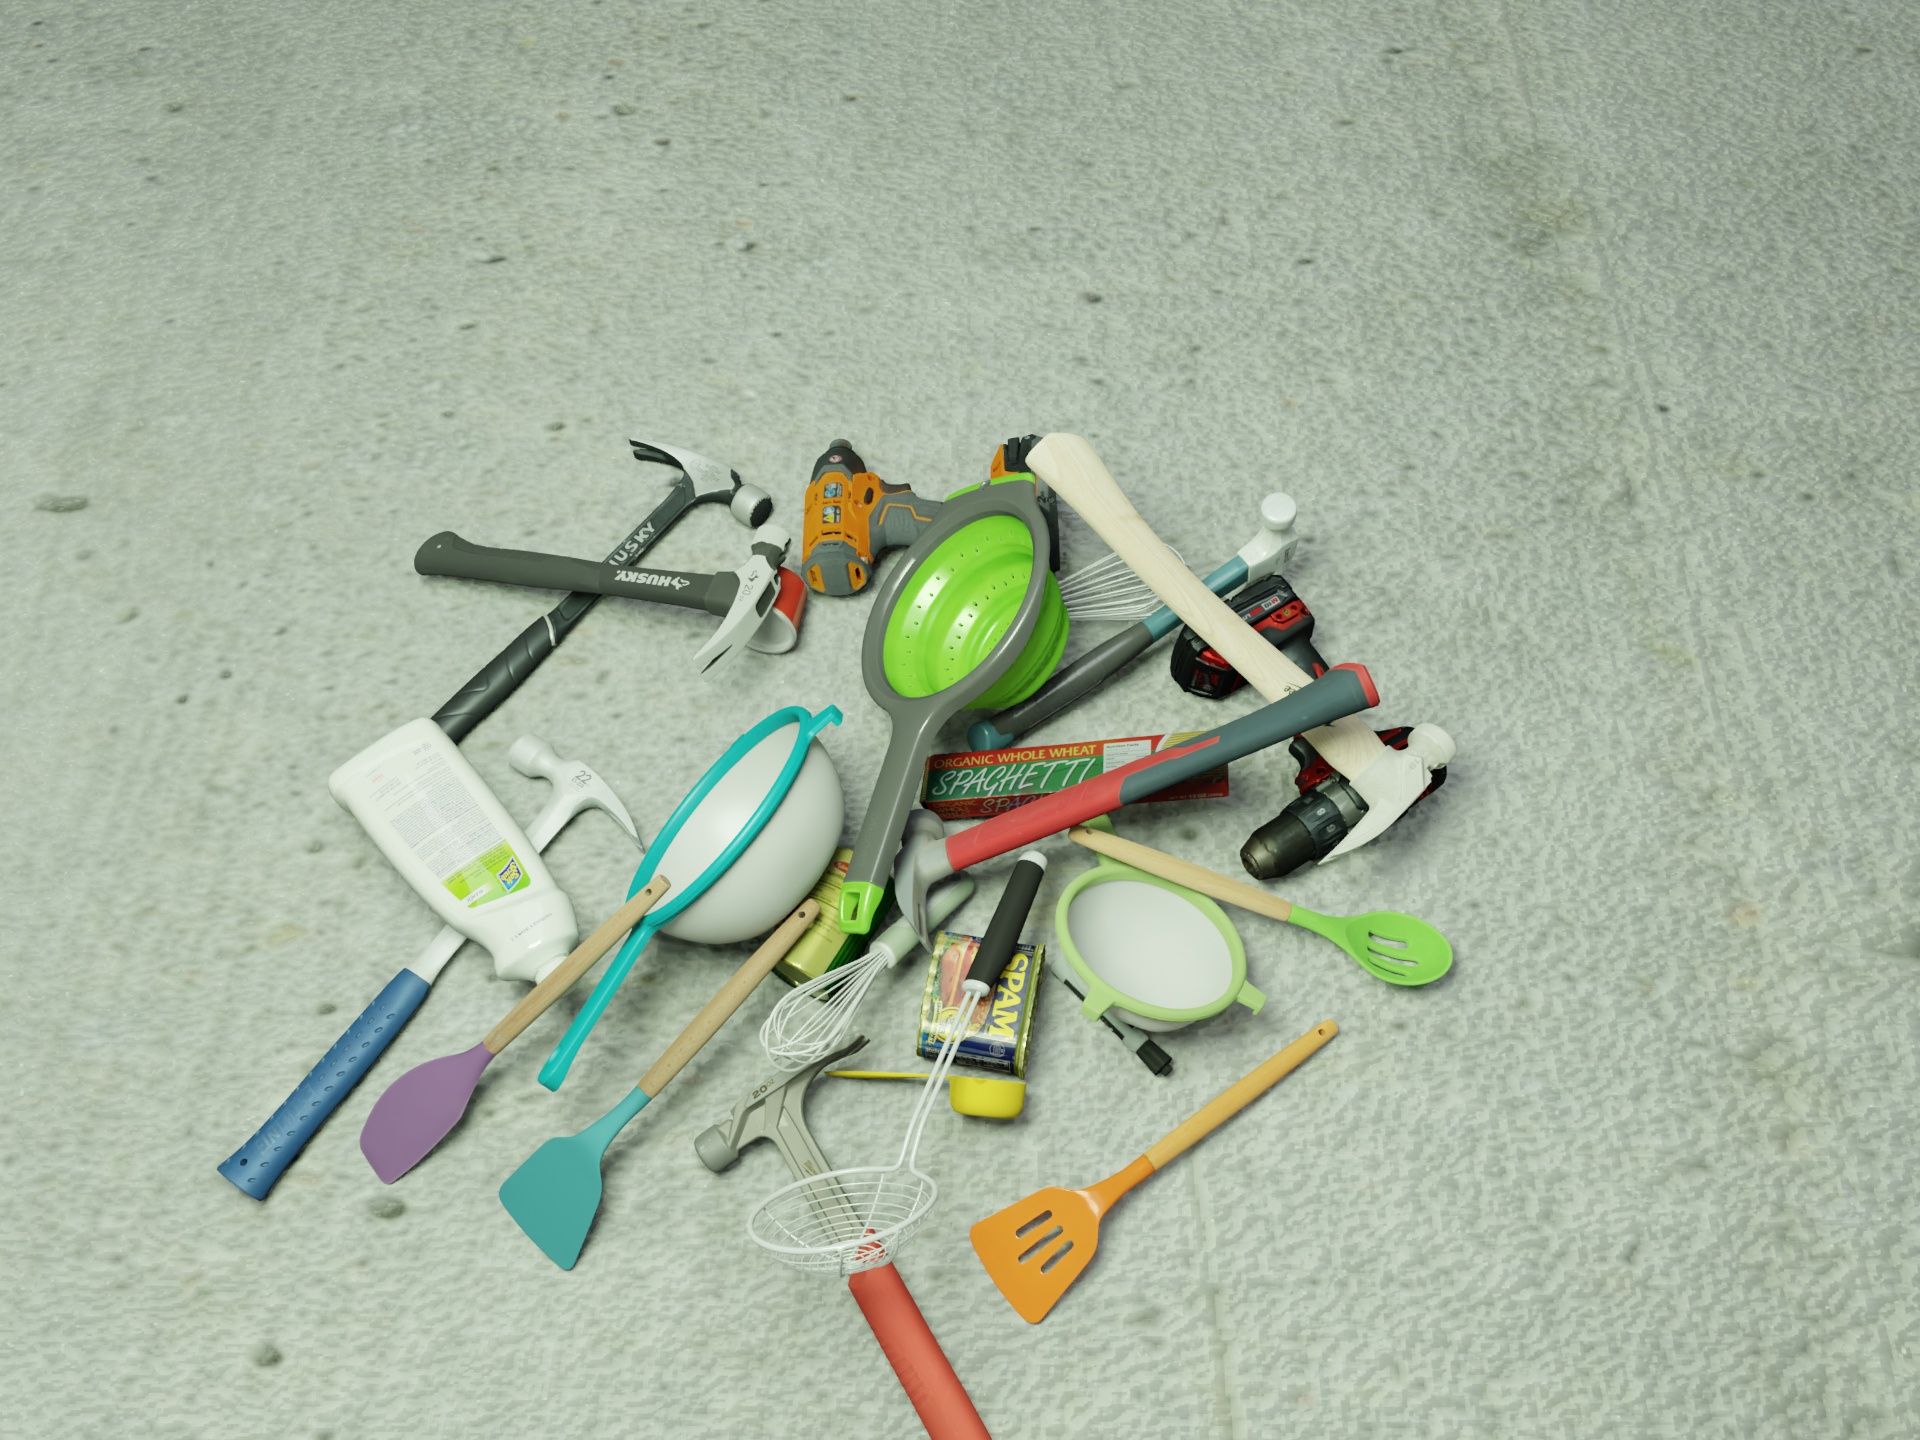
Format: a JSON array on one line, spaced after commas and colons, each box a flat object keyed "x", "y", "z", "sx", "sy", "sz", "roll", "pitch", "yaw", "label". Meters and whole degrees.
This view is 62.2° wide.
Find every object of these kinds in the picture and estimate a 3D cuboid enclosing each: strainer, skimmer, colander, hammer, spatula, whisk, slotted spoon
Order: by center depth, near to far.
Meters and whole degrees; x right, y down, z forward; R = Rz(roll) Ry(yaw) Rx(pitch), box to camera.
[{"x": -0.044, "y": 0.403, "z": 1.115, "sx": 0.149, "sy": 0.036, "sz": 0.359, "roll": -34, "pitch": 67, "yaw": -1, "label": "hammer"}, {"x": -0.027, "y": 0.225, "z": 1.123, "sx": 0.127, "sy": 0.090, "sz": 0.363, "roll": -4, "pitch": 47, "yaw": 40, "label": "skimmer"}, {"x": -0.329, "y": 0.221, "z": 1.170, "sx": 0.316, "sy": 0.018, "sz": 0.060, "roll": -43, "pitch": 72, "yaw": 7, "label": "spatula"}, {"x": -0.213, "y": 0.255, "z": 1.174, "sx": 0.082, "sy": 0.044, "sz": 0.317, "roll": 38, "pitch": 77, "yaw": 21, "label": "spatula"}, {"x": 0.156, "y": 0.317, "z": 1.180, "sx": 0.322, "sy": 0.041, "sz": 0.081, "roll": -31, "pitch": 66, "yaw": -19, "label": "spatula"}, {"x": 0.129, "y": 0.055, "z": 1.190, "sx": 0.386, "sy": 0.038, "sz": 0.143, "roll": -23, "pitch": 31, "yaw": 11, "label": "hammer"}, {"x": -0.064, "y": 0.181, "z": 1.202, "sx": 0.058, "sy": 0.059, "sz": 0.246, "roll": 3, "pitch": 28, "yaw": 38, "label": "whisk"}, {"x": -0.187, "y": 0.147, "z": 1.203, "sx": 0.095, "sy": 0.211, "sz": 0.340, "roll": 40, "pitch": 65, "yaw": -19, "label": "strainer"}, {"x": 0.231, "y": 0.139, "z": 1.238, "sx": 0.313, "sy": 0.031, "sz": 0.070, "roll": 20, "pitch": 46, "yaw": -3, "label": "slotted spoon"}, {"x": -0.412, "y": 0.194, "z": 1.243, "sx": 0.144, "sy": 0.035, "sz": 0.405, "roll": 30, "pitch": 66, "yaw": 16, "label": "hammer"}, {"x": 0.123, "y": 0.151, "z": 1.251, "sx": 0.151, "sy": 0.069, "sz": 0.257, "roll": 2, "pitch": 40, "yaw": -21, "label": "strainer"}, {"x": 0.199, "y": -0.071, "z": 1.264, "sx": 0.146, "sy": 0.038, "sz": 0.411, "roll": -41, "pitch": 81, "yaw": -20, "label": "hammer"}, {"x": -0.002, "y": -0.004, "z": 1.267, "sx": 0.204, "sy": 0.094, "sz": 0.397, "roll": -7, "pitch": 58, "yaw": 47, "label": "colander"}, {"x": 0.146, "y": -0.068, "z": 1.346, "sx": 0.331, "sy": 0.128, "sz": 0.033, "roll": -34, "pitch": 65, "yaw": -7, "label": "hammer"}, {"x": -0.319, "y": -0.119, "z": 1.362, "sx": 0.335, "sy": 0.035, "sz": 0.146, "roll": 8, "pitch": 59, "yaw": 17, "label": "hammer"}, {"x": 0.063, "y": -0.097, "z": 1.390, "sx": 0.284, "sy": 0.070, "sz": 0.070, "roll": -14, "pitch": 62, "yaw": -1, "label": "whisk"}, {"x": -0.352, "y": -0.097, "z": 1.401, "sx": 0.149, "sy": 0.036, "sz": 0.409, "roll": 33, "pitch": 67, "yaw": 18, "label": "hammer"}]

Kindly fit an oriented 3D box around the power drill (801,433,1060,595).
[{"x": -0.028, "y": -0.196, "z": 1.425, "sx": 0.226, "sy": 0.084, "sz": 0.164, "roll": -4, "pitch": 55, "yaw": 2, "label": "power drill"}]

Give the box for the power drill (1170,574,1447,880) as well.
[{"x": 0.265, "y": 0.010, "z": 1.317, "sx": 0.188, "sy": 0.080, "sz": 0.227, "roll": -30, "pitch": 68, "yaw": -14, "label": "power drill"}]

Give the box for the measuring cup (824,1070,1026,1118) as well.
[{"x": -0.028, "y": 0.279, "z": 1.192, "sx": 0.156, "sy": 0.062, "sz": 0.029, "roll": 0, "pitch": 77, "yaw": 13, "label": "measuring cup"}]
